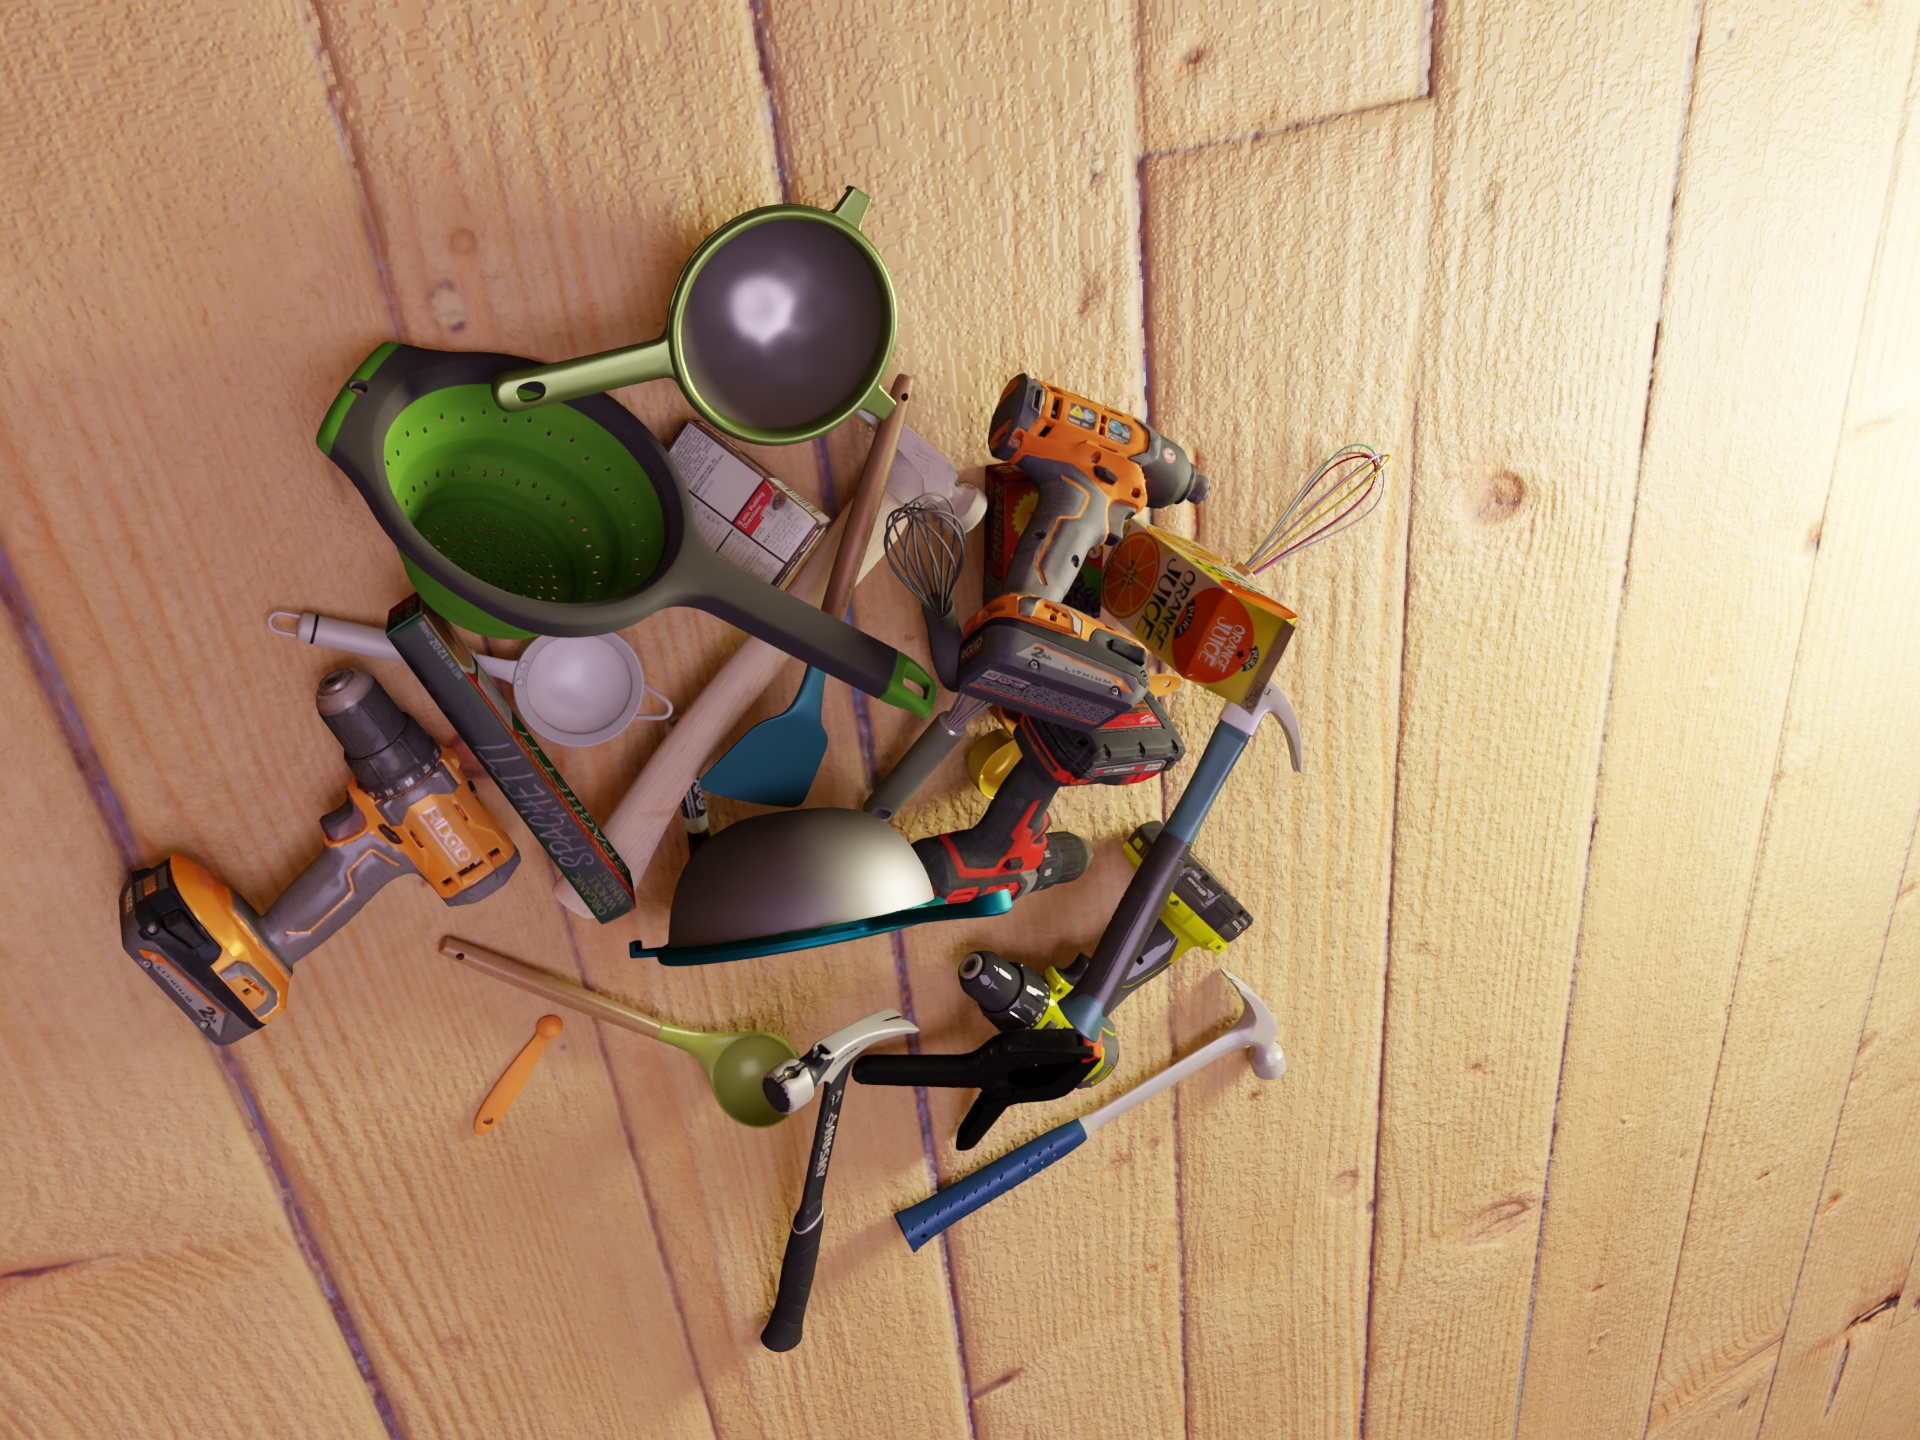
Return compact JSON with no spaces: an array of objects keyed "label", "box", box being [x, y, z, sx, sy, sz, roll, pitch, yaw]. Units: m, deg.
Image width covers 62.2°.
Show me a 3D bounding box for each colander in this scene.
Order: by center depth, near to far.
[{"label":"colander","box":[-0.203,-0.081,0.989,0.397,0.205,0.094,27,135,-16]}]

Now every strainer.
[{"label":"strainer","box":[-0.168,-0.240,0.992,0.256,0.069,0.151,-18,125,-16]},{"label":"strainer","box":[-0.318,-0.039,1.047,0.258,0.050,0.087,13,103,-25]},{"label":"strainer","box":[-0.082,0.102,1.098,0.211,0.340,0.095,-8,86,-38]}]

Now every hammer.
[{"label":"hammer","box":[-0.156,-0.037,1.111,0.146,0.038,0.410,37,92,-34]},{"label":"hammer","box":[0.169,0.107,1.295,0.128,0.033,0.331,28,91,1]},{"label":"hammer","box":[-0.124,0.404,1.346,0.149,0.036,0.408,-27,141,-42]},{"label":"hammer","box":[0.122,0.373,1.491,0.405,0.035,0.143,-28,125,-10]}]

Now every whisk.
[{"label":"whisk","box":[-0.014,-0.083,1.123,0.055,0.055,0.238,-30,153,-9]},{"label":"whisk","box":[-0.002,-0.004,1.183,0.057,0.059,0.246,24,125,-26]},{"label":"whisk","box":[0.247,-0.134,1.273,0.245,0.047,0.051,-41,128,3]}]

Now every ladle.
[{"label":"ladle","box":[-0.253,0.235,1.220,0.319,0.062,0.078,31,98,-33]}]

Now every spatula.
[{"label":"spatula","box":[-0.091,-0.084,1.089,0.082,0.044,0.317,14,100,-32]}]

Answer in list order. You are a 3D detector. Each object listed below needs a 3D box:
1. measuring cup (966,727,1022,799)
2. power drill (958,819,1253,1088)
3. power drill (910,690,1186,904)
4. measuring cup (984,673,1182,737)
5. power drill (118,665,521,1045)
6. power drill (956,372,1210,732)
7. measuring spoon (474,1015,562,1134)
[{"label":"measuring cup","box":[0.071,0.023,1.287,0.156,0.029,0.062,-13,130,-34]},{"label":"power drill","box":[0.122,0.199,1.373,0.228,0.080,0.190,-44,126,5]},{"label":"power drill","box":[0.075,0.065,1.233,0.187,0.080,0.226,-3,141,-43]},{"label":"measuring cup","box":[0.093,-0.035,1.246,0.173,0.052,0.095,-4,122,-31]},{"label":"power drill","box":[-0.428,0.084,1.037,0.226,0.084,0.185,-33,125,-12]},{"label":"power drill","box":[0.089,-0.113,1.088,0.164,0.084,0.227,17,68,-17]},{"label":"measuring spoon","box":[-0.341,0.276,1.224,0.021,0.011,0.117,28,101,-35]}]
